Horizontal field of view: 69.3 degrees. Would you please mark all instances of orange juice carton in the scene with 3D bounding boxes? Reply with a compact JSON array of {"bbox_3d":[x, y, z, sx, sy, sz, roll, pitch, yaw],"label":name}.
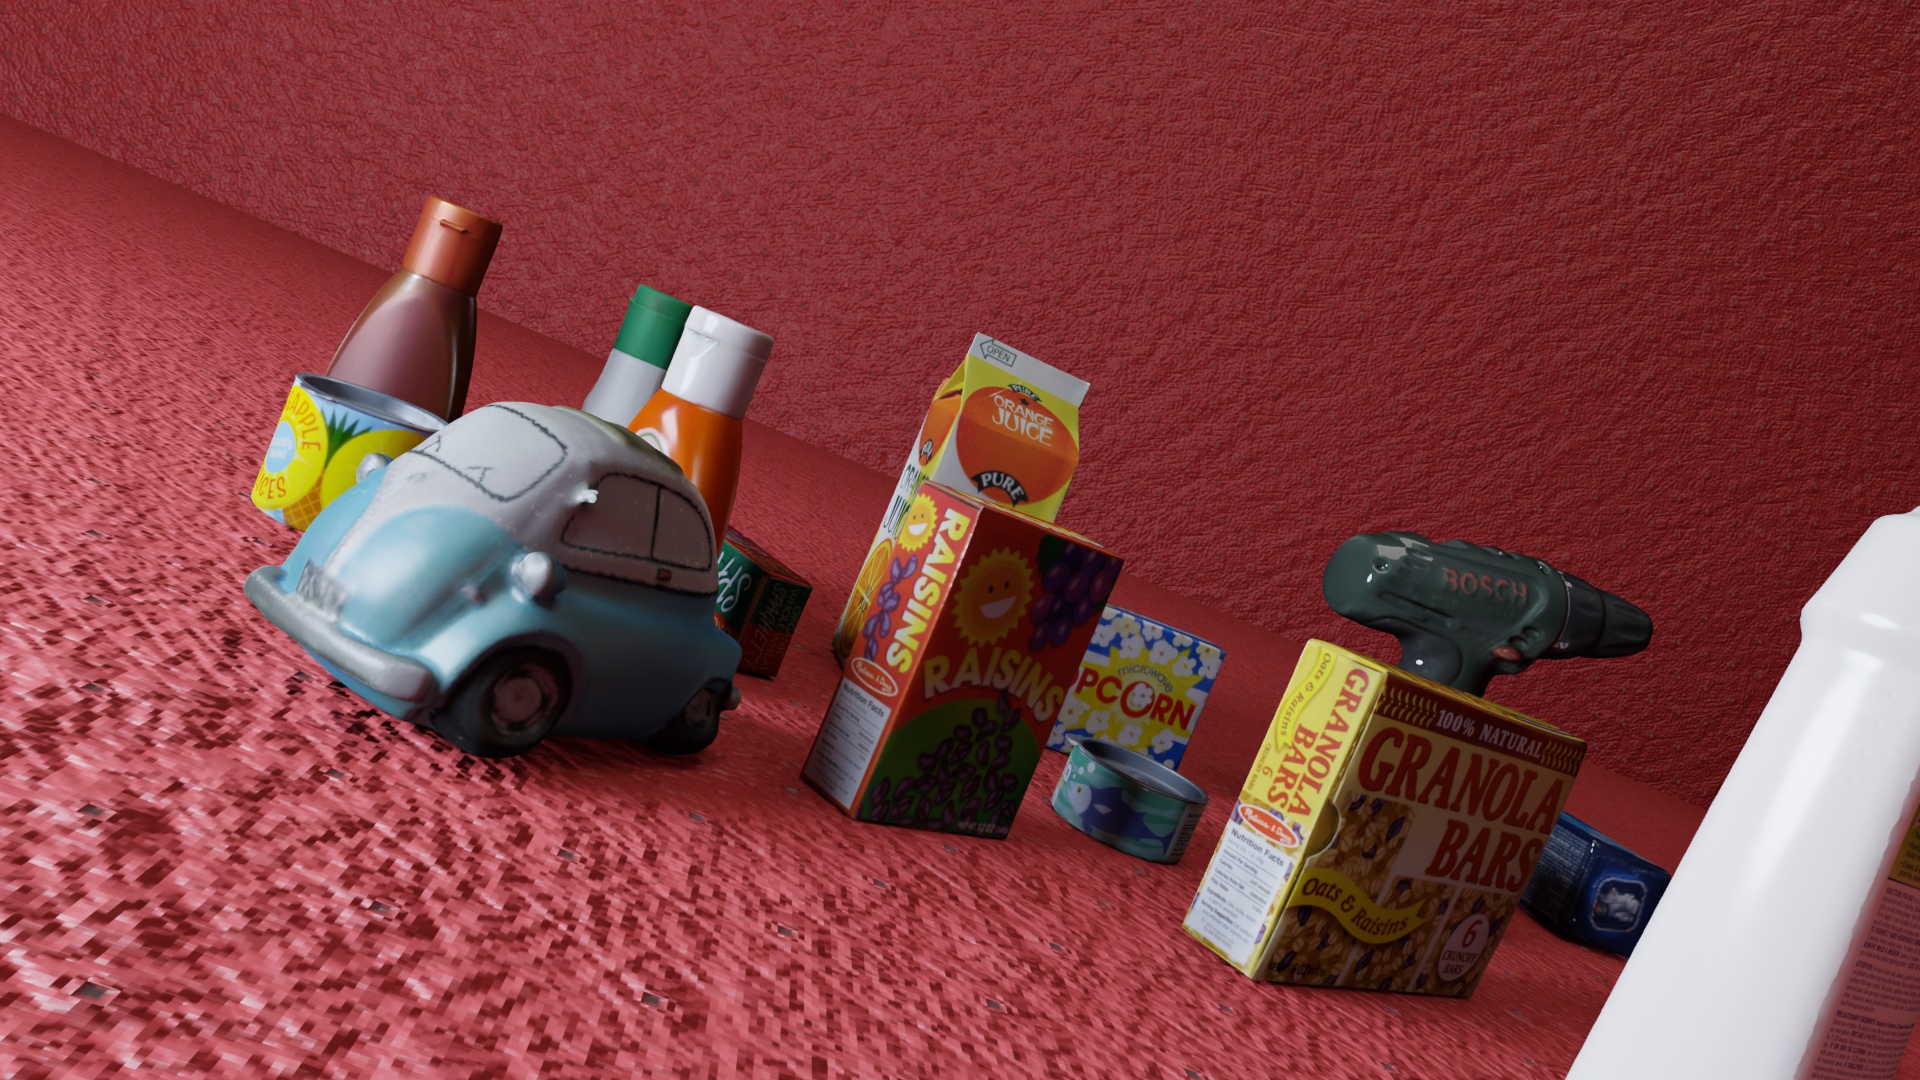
[{"bbox_3d":[0.003,-0.009,0.746,0.072,0.192,0.073,22,4,-15],"label":"orange juice carton"}]

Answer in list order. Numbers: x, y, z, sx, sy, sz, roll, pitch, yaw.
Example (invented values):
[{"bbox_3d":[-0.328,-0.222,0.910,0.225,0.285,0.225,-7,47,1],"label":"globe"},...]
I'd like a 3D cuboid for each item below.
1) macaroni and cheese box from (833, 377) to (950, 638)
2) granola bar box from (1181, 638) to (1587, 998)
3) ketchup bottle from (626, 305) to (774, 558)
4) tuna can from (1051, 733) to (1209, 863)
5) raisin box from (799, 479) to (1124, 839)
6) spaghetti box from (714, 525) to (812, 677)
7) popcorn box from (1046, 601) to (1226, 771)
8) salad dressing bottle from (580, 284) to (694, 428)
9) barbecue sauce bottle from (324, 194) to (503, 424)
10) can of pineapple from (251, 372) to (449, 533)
[{"bbox_3d":[-0.023,-0.016,0.861,0.040,0.166,0.124,23,4,1],"label":"macaroni and cheese box"},{"bbox_3d":[0.177,0.118,0.561,0.165,0.124,0.039,19,6,-40],"label":"granola bar box"},{"bbox_3d":[-0.122,-0.023,0.585,0.065,0.148,0.043,25,5,28],"label":"ketchup bottle"},{"bbox_3d":[0.075,0.118,0.637,0.071,0.033,0.071,23,5,-2],"label":"tuna can"},{"bbox_3d":[0.002,0.047,0.534,0.086,0.123,0.040,19,6,-42],"label":"raisin box"},{"bbox_3d":[-0.149,0.005,0.740,0.028,0.050,0.250,20,6,-35],"label":"spaghetti box"},{"bbox_3d":[0.075,0.077,0.773,0.127,0.085,0.038,21,5,-22],"label":"popcorn box"},{"bbox_3d":[-0.185,-0.064,0.755,0.044,0.147,0.064,21,4,-20],"label":"salad dressing bottle"},{"bbox_3d":[-0.265,-0.090,0.669,0.065,0.148,0.044,22,4,-12],"label":"barbecue sauce bottle"},{"bbox_3d":[-0.263,-0.034,0.597,0.071,0.058,0.071,23,4,-2],"label":"can of pineapple"}]
